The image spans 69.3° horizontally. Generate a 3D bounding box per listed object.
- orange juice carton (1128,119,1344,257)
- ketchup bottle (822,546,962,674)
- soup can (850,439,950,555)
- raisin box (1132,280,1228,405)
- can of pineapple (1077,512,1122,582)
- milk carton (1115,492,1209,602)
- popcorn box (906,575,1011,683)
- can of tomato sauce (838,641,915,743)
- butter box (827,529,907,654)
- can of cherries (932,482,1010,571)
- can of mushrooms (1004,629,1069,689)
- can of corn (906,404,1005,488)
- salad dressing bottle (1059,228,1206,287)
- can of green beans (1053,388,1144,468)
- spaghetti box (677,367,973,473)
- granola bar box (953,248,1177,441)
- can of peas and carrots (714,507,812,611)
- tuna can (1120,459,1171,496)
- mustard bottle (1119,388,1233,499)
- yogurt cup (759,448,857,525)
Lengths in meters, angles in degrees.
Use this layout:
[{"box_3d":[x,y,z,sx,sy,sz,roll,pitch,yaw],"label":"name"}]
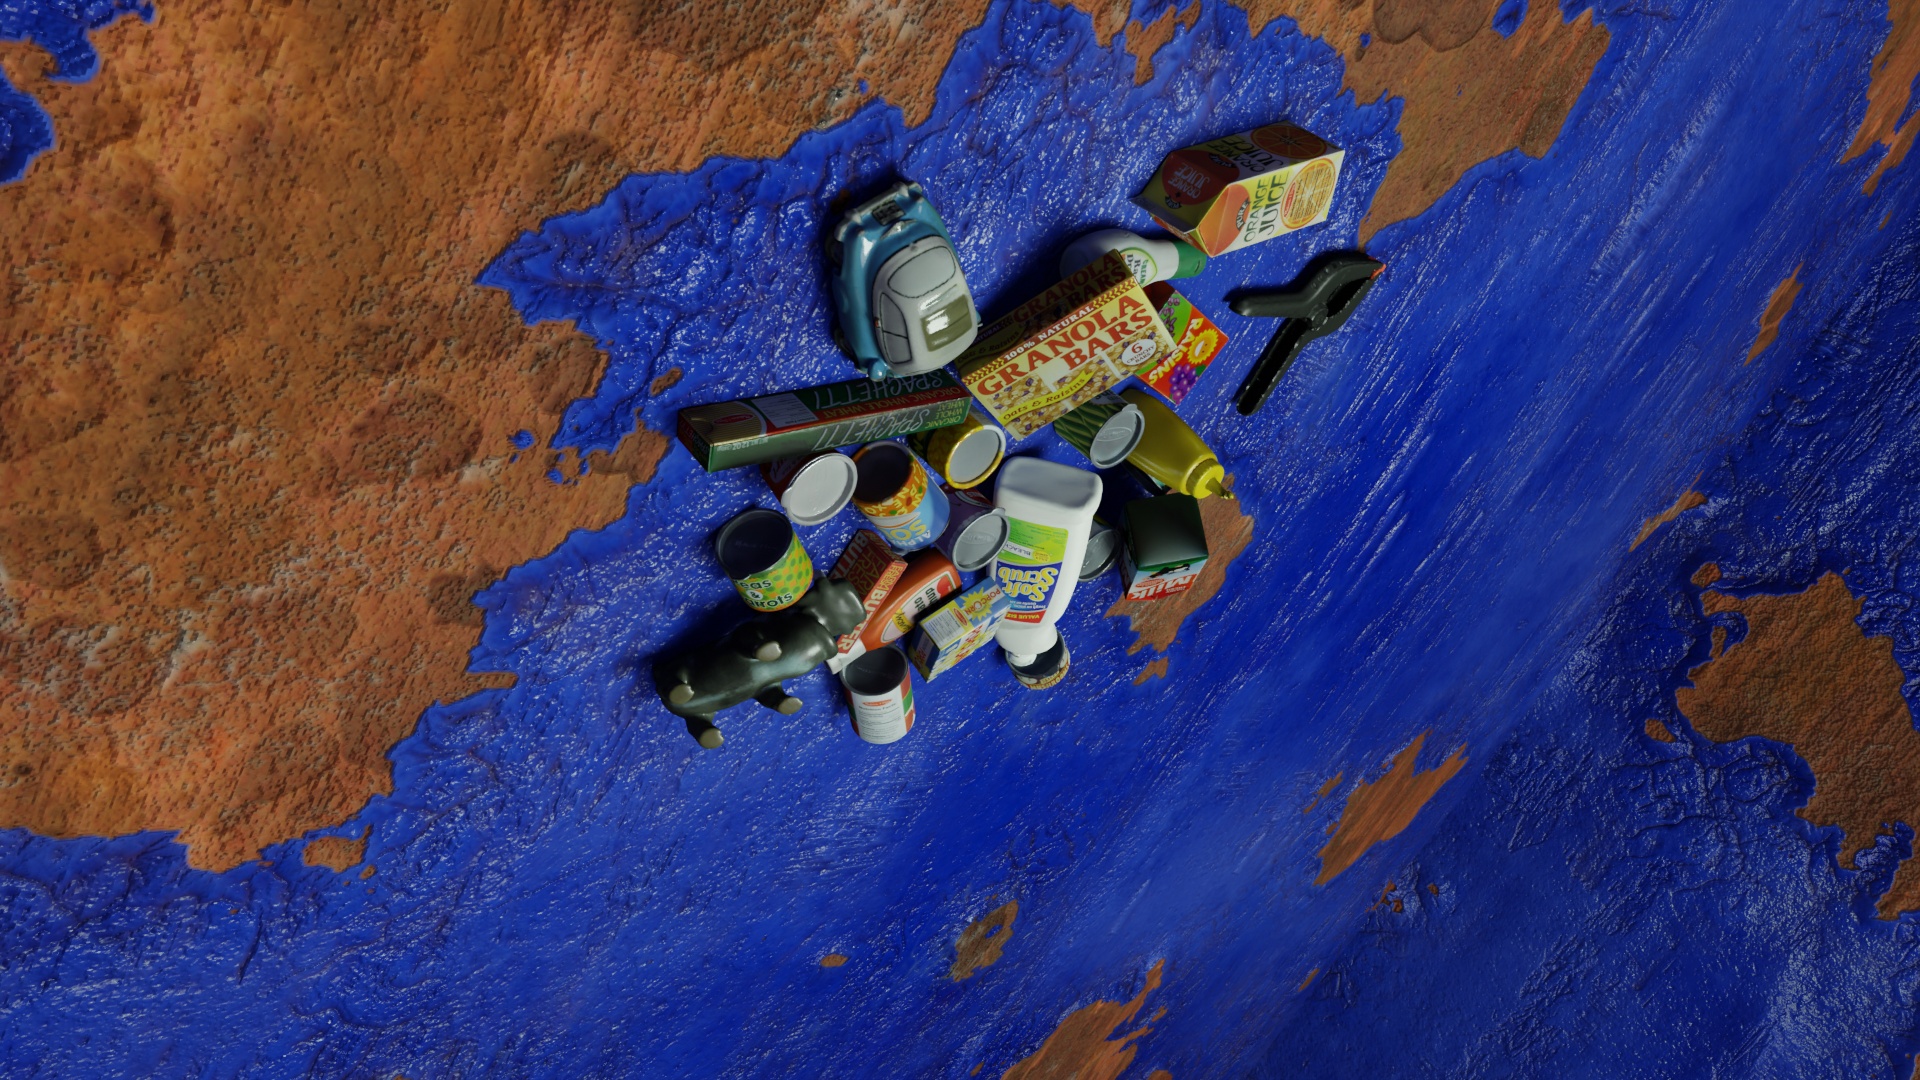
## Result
[{"box_3d":[0.243,-0.308,1.229,0.193,0.072,0.072,-23,138,-30],"label":"orange juice carton"},{"box_3d":[-0.069,0.068,1.303,0.149,0.043,0.064,-35,146,-15],"label":"ketchup bottle"},{"box_3d":[-0.055,-0.036,1.193,0.071,0.071,0.083,-44,144,-3],"label":"soup can"},{"box_3d":[0.194,-0.190,1.323,0.086,0.040,0.123,-54,143,9],"label":"raisin box"},{"box_3d":[0.122,0.001,1.420,0.071,0.058,0.070,-27,141,-25],"label":"can of pineapple"},{"box_3d":[0.205,0.012,1.452,0.073,0.072,0.190,-10,166,-1],"label":"milk carton"},{"box_3d":[-0.003,0.087,1.352,0.085,0.038,0.126,-34,168,-18],"label":"popcorn box"},{"box_3d":[-0.080,0.147,1.351,0.071,0.071,0.082,-30,142,-21],"label":"can of tomato sauce"},{"box_3d":[-0.095,0.046,1.245,0.024,0.053,0.103,17,112,-53],"label":"butter box"},{"box_3d":[0.005,-0.016,1.283,0.072,0.058,0.071,-26,139,-25],"label":"can of cherries"},{"box_3d":[0.084,0.126,1.492,0.071,0.071,0.033,-39,146,-10],"label":"can of mushrooms"},{"box_3d":[-0.005,-0.085,1.206,0.071,0.058,0.070,-27,140,-25],"label":"can of corn"},{"box_3d":[0.155,-0.245,1.225,0.148,0.044,0.064,-15,137,-37],"label":"salad dressing bottle"},{"box_3d":[0.131,-0.111,1.319,0.071,0.058,0.071,-27,140,-25],"label":"can of green beans"},{"box_3d":[-0.101,-0.099,1.101,0.251,0.050,0.028,-15,136,-37],"label":"spaghetti box"},{"box_3d":[0.089,-0.166,1.194,0.165,0.039,0.124,-30,148,13],"label":"granola bar box"},{"box_3d":[-0.161,0.018,1.138,0.071,0.071,0.058,-37,144,-12],"label":"can of peas and carrots"},{"box_3d":[0.194,-0.076,1.407,0.033,0.071,0.071,-44,145,-5],"label":"tuna can"},{"box_3d":[0.205,-0.082,1.334,0.065,0.161,0.048,-49,146,6],"label":"mustard bottle"},{"box_3d":[-0.125,-0.054,1.117,0.072,0.054,0.072,-27,141,-25],"label":"yogurt cup"}]
